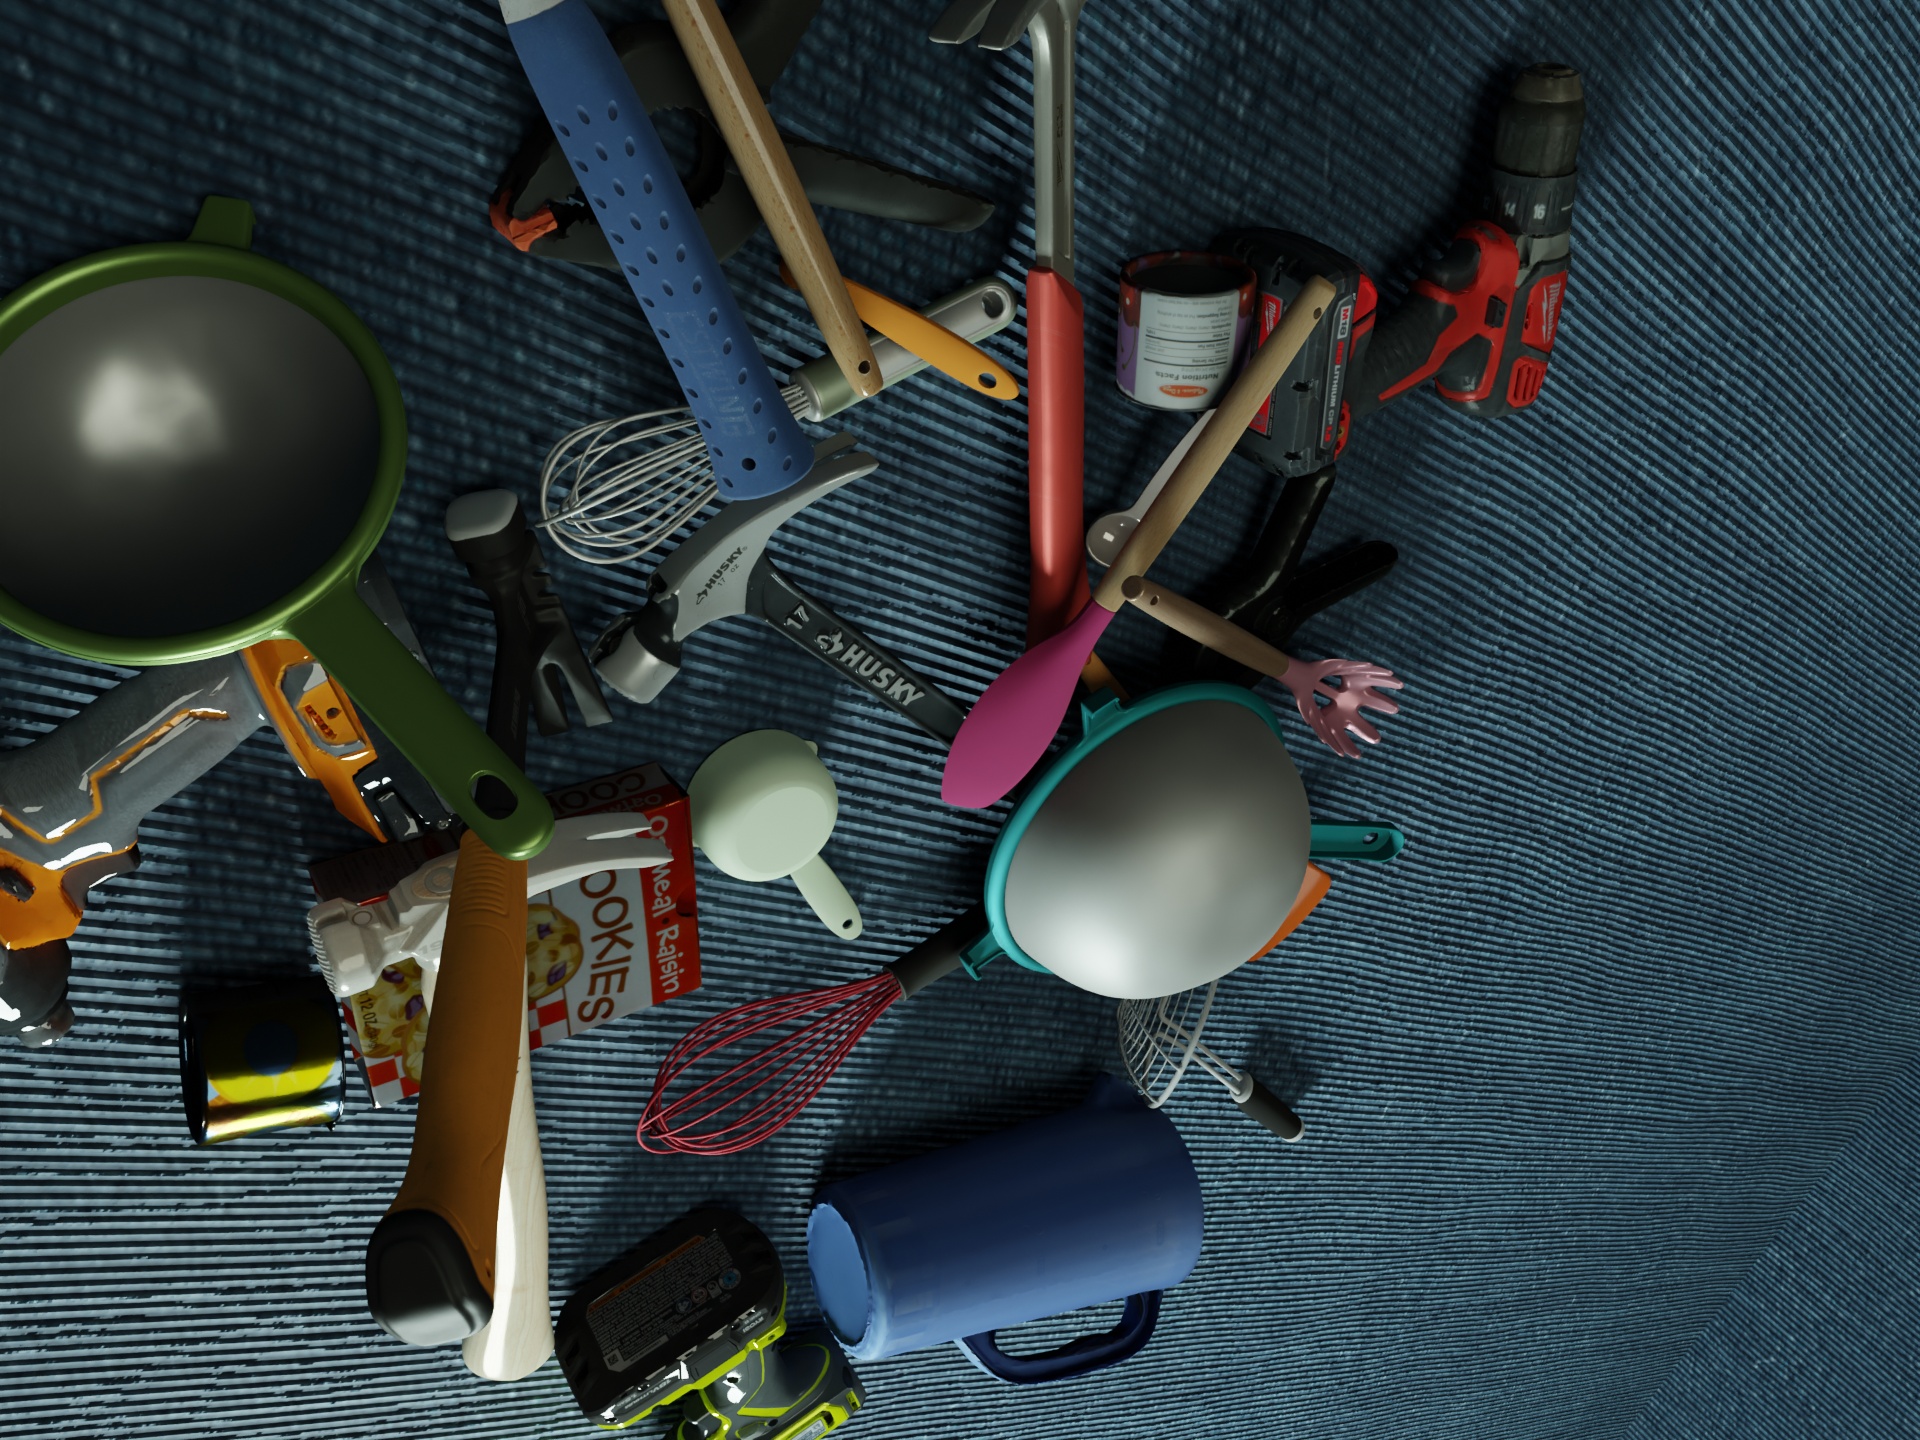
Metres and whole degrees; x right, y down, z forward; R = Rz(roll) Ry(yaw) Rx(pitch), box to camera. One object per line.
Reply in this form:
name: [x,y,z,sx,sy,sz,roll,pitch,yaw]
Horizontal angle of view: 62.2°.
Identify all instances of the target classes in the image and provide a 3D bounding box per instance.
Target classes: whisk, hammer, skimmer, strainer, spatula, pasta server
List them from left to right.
strainer: [-0.226,-0.045,0.541,0.151,0.256,0.069,-43,175,-17]
hammer: [-0.166,0.061,0.568,0.034,0.337,0.127,-11,132,1]
hammer: [-0.217,0.209,0.786,0.146,0.038,0.410,-19,139,-28]
hammer: [-0.136,-0.244,0.517,0.144,0.035,0.405,-17,130,8]
spatula: [-0.097,-0.253,0.567,0.082,0.044,0.317,-35,128,-11]
whisk: [-0.074,-0.138,0.691,0.246,0.059,0.057,-31,108,-21]
whisk: [-0.054,0.160,0.907,0.296,0.073,0.073,-29,133,-26]
hammer: [-0.001,-0.003,0.827,0.149,0.036,0.408,-47,140,7]
hammer: [0.040,-0.163,0.731,0.149,0.037,0.358,-55,152,-42]
spatula: [0.141,0.046,0.981,0.081,0.041,0.322,-44,135,-2]
skimmer: [0.205,0.251,1.135,0.362,0.090,0.127,44,60,-48]
strainer: [0.175,0.092,0.944,0.340,0.095,0.211,4,120,-38]
pasta server: [0.173,-0.033,0.892,0.316,0.040,0.060,18,104,-55]

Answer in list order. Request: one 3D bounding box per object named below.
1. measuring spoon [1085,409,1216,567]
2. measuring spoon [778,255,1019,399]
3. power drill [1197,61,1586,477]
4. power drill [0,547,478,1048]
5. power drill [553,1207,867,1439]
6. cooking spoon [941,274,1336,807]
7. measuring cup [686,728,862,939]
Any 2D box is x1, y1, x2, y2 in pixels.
measuring spoon: [0.110,-0.129,0.829,0.034,0.018,0.124,31,120,-19]
measuring spoon: [-0.027,-0.167,0.681,0.117,0.011,0.021,29,143,-8]
power drill: [0.239,-0.235,0.836,0.226,0.080,0.187,-21,130,-28]
power drill: [-0.308,0.033,0.612,0.226,0.084,0.164,-25,133,-16]
power drill: [-0.160,0.416,0.991,0.171,0.080,0.223,-30,136,-17]
cooking spoon: [0.085,-0.078,0.786,0.068,0.017,0.319,13,118,-46]
measuring cup: [-0.082,0.075,0.835,0.083,0.038,0.167,-38,133,-9]
